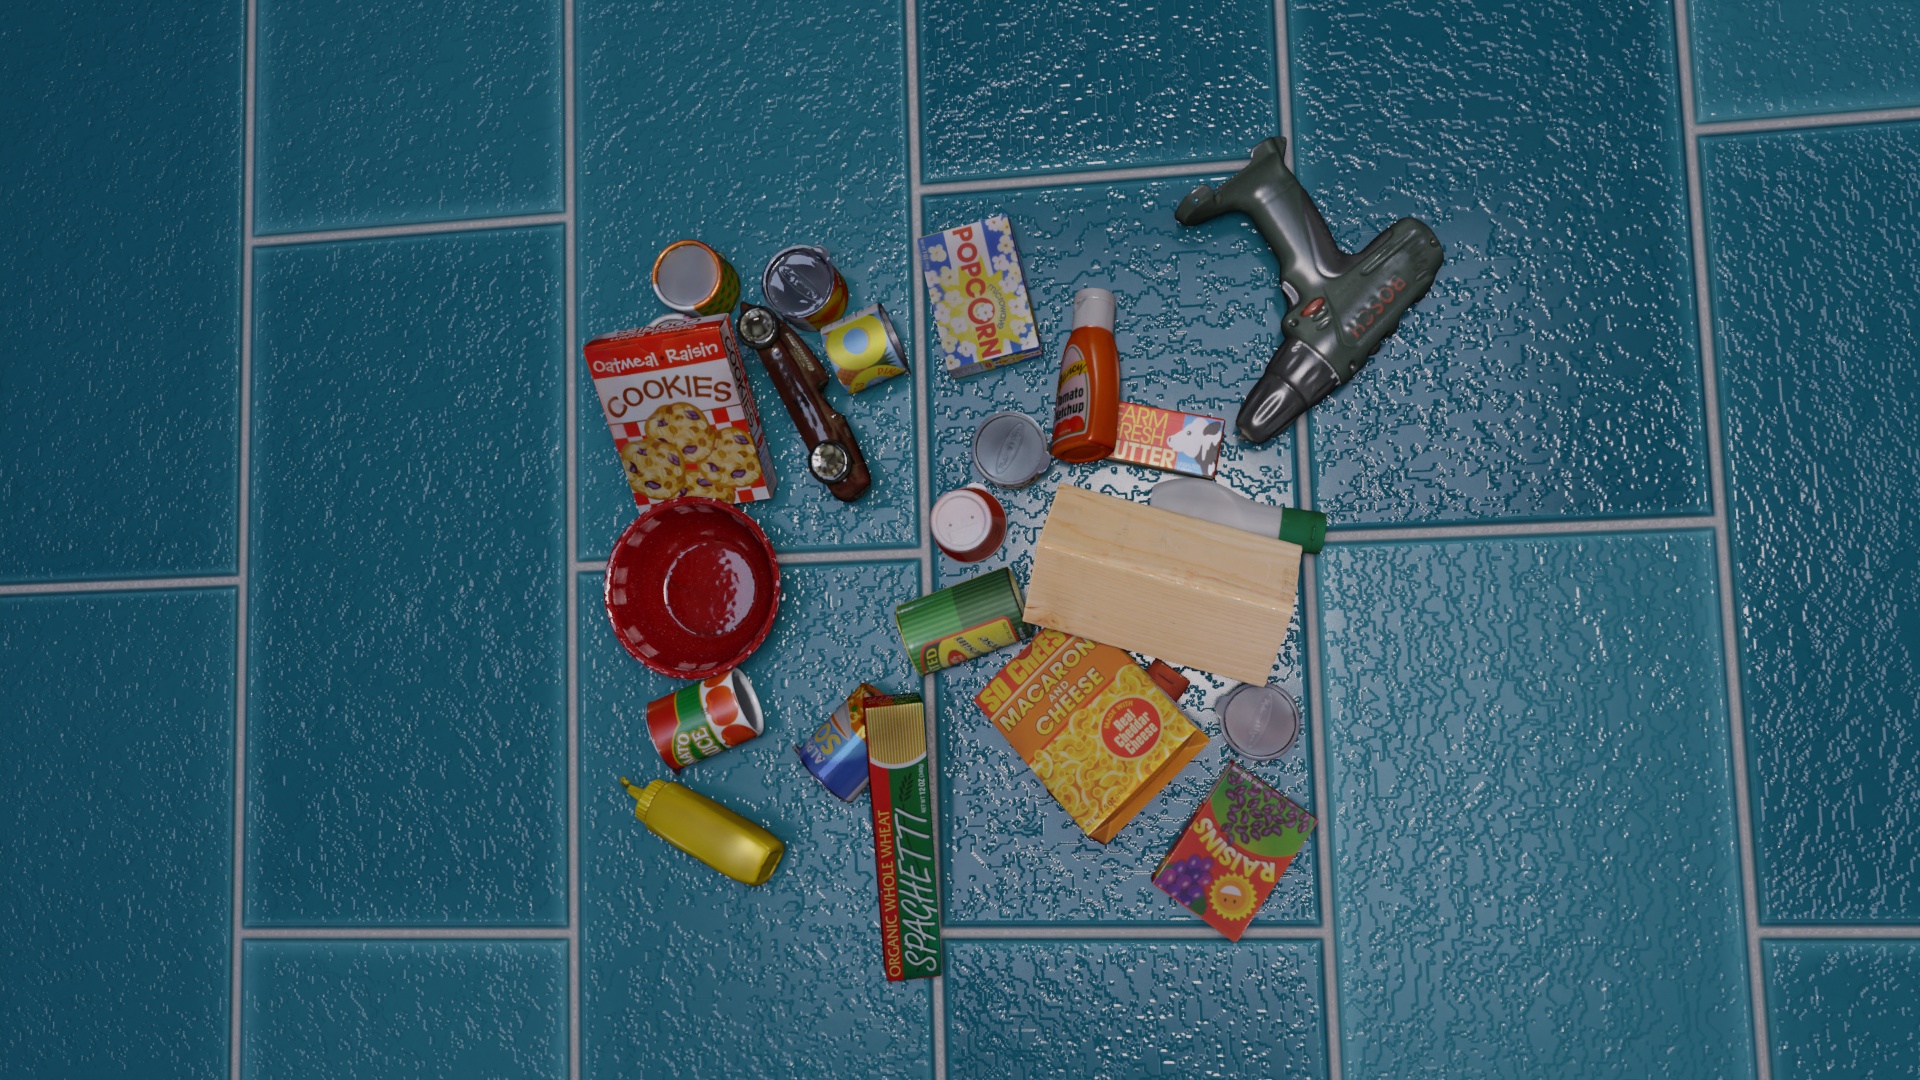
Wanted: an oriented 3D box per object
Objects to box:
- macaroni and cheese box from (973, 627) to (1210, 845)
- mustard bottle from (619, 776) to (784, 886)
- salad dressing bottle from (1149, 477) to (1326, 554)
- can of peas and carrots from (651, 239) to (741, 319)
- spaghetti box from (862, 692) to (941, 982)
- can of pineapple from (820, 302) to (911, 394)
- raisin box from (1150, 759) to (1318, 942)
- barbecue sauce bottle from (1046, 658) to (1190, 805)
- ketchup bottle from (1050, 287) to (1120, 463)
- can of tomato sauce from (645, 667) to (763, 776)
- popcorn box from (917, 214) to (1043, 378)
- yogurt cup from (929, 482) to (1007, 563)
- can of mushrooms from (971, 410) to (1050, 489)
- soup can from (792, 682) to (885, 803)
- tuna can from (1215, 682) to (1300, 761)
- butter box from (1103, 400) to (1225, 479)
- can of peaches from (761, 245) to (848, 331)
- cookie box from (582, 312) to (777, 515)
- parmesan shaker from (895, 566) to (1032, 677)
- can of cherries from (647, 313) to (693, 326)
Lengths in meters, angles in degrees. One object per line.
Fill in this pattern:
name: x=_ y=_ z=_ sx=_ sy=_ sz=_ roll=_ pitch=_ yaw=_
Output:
macaroni and cheese box: x=0.106 y=0.148 z=1.156 sx=0.123 sy=0.040 sz=0.167 roll=-45 pitch=54 yaw=3
mustard bottle: x=-0.234 y=0.249 z=1.223 sx=0.160 sy=0.065 sz=0.049 roll=25 pitch=84 yaw=15
salad dressing bottle: x=0.234 y=-0.016 z=1.184 sx=0.148 sy=0.044 sz=0.064 roll=9 pitch=94 yaw=8
can of peas and carrots: x=-0.239 y=-0.237 z=1.264 sx=0.071 sy=0.058 sz=0.071 roll=-1 pitch=86 yaw=8
spaghetti box: x=-0.048 y=0.253 z=1.174 sx=0.050 sy=0.029 sz=0.249 roll=-5 pitch=100 yaw=-7
can of pineapple: x=-0.084 y=-0.168 z=1.232 sx=0.058 sy=0.071 sz=0.071 roll=-23 pitch=83 yaw=7
raisin box: x=0.228 y=0.259 z=1.164 sx=0.086 sy=0.040 sz=0.123 roll=34 pitch=90 yaw=9
barbecue sauce bottle: x=0.139 y=0.170 z=1.182 sx=0.065 sy=0.043 sz=0.148 roll=35 pitch=91 yaw=15
ketchup bottle: x=0.112 y=-0.144 z=1.202 sx=0.043 sy=0.064 sz=0.149 roll=16 pitch=72 yaw=-30
can of tomato sauce: x=-0.224 y=0.159 z=1.224 sx=0.083 sy=0.071 sz=0.071 roll=-24 pitch=83 yaw=5
popcorn box: x=0.017 y=-0.217 z=1.235 sx=0.085 sy=0.038 sz=0.127 roll=-14 pitch=84 yaw=7
yogurt cup: x=0.004 y=-0.015 z=1.212 sx=0.072 sy=0.054 sz=0.072 roll=-1 pitch=86 yaw=9
can of mushrooms: x=0.047 y=-0.078 z=1.222 sx=0.071 sy=0.033 sz=0.071 roll=-1 pitch=85 yaw=8
soup can: x=-0.091 y=0.173 z=1.203 sx=0.071 sy=0.071 sz=0.084 roll=43 pitch=92 yaw=9
tuna can: x=0.250 y=0.151 z=1.173 sx=0.071 sy=0.033 sz=0.071 roll=-1 pitch=85 yaw=8
butter box: x=0.175 y=-0.088 z=1.208 sx=0.103 sy=0.024 sz=0.053 roll=11 pitch=87 yaw=9
can of peaches: x=-0.137 y=-0.227 z=1.249 sx=0.071 sy=0.058 sz=0.071 roll=-1 pitch=85 yaw=9
cookie box: x=-0.243 y=-0.108 z=1.220 sx=0.123 sy=0.040 sz=0.166 roll=-8 pitch=118 yaw=8
parmesan shaker: x=0.003 y=0.069 z=1.196 sx=0.103 sy=0.071 sz=0.071 roll=-20 pitch=83 yaw=6
can of cherries: x=-0.250 y=-0.166 z=1.260 sx=0.071 sy=0.058 sz=0.071 roll=-1 pitch=85 yaw=9
